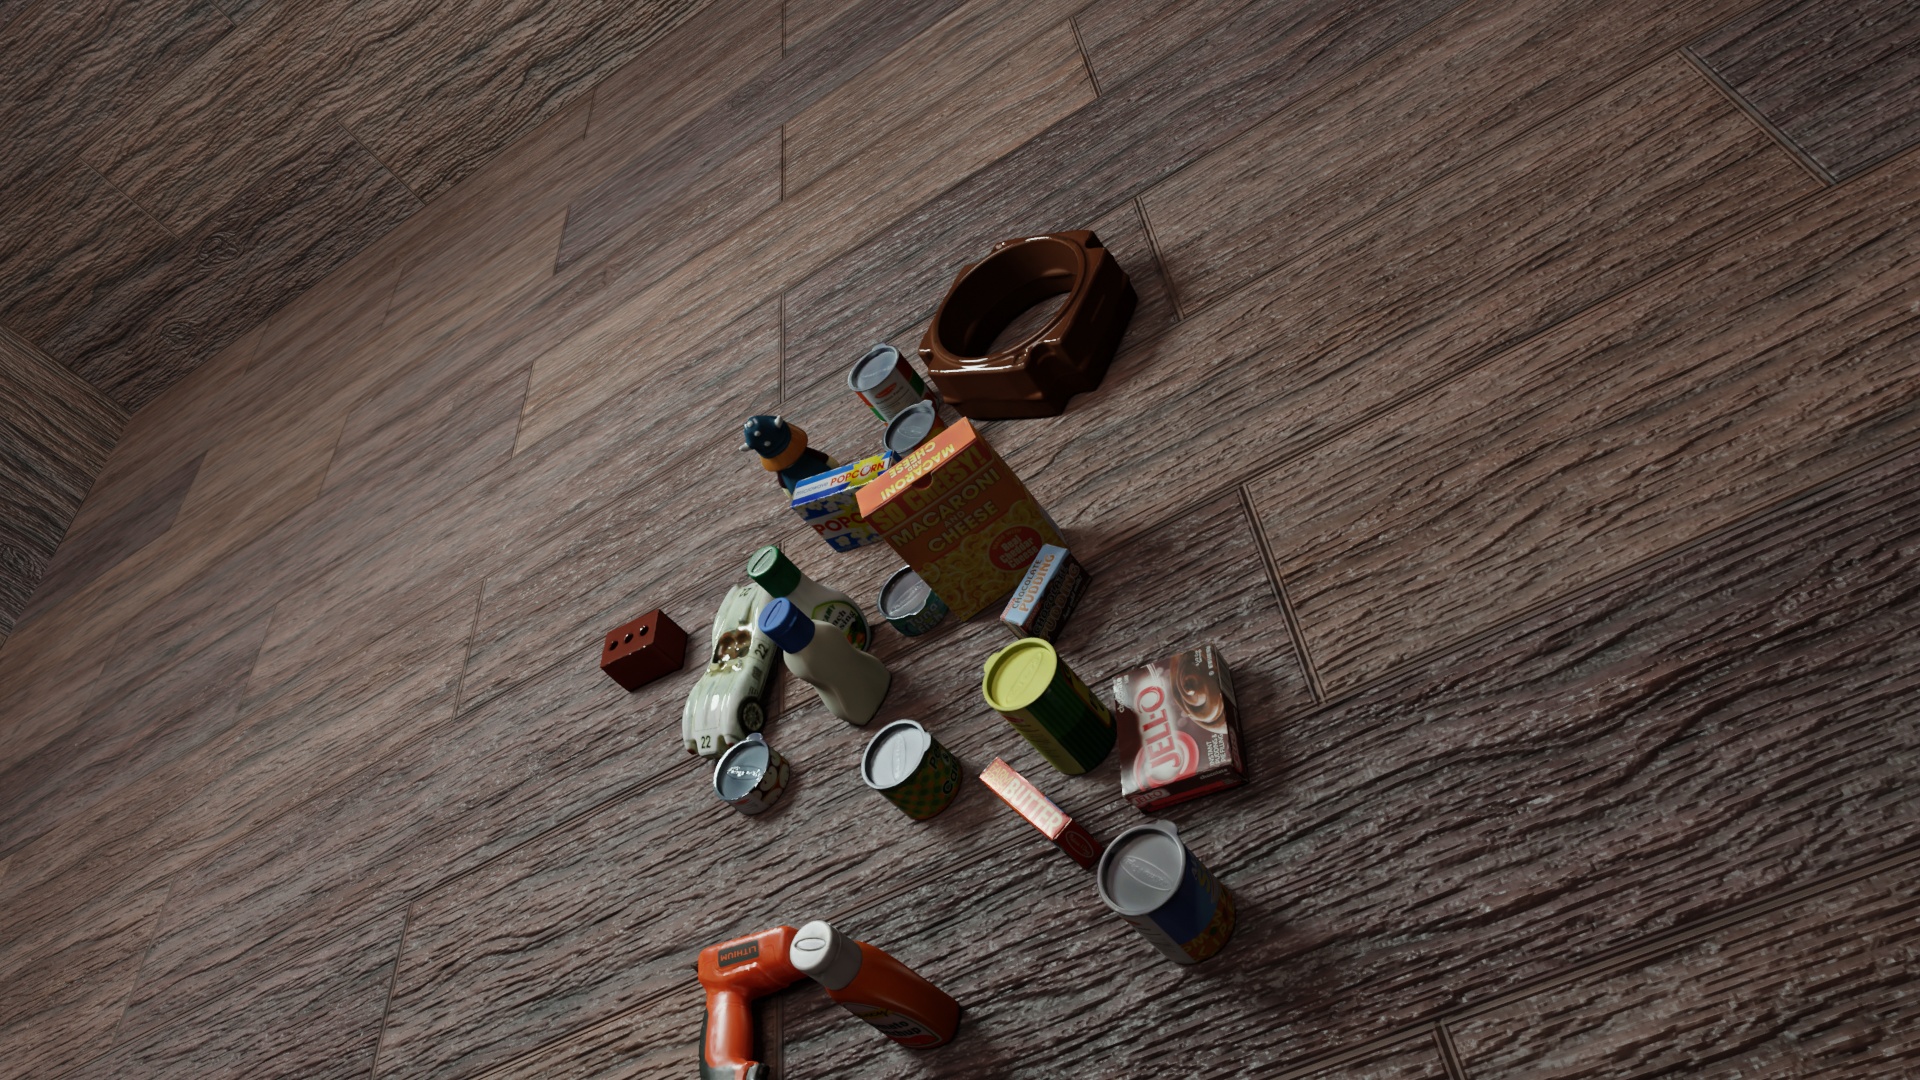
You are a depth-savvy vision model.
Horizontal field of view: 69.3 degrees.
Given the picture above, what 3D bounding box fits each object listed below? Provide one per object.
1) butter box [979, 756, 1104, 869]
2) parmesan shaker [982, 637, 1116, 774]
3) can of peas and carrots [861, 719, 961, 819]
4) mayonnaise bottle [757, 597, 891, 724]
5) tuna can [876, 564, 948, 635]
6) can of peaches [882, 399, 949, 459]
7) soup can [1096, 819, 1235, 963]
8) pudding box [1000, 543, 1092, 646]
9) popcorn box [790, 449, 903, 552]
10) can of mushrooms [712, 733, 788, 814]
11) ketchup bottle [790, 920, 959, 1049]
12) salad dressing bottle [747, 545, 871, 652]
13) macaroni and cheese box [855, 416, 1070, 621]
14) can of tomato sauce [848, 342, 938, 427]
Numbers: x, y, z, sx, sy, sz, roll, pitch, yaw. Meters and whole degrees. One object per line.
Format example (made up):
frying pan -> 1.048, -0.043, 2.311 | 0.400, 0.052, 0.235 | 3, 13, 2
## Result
butter box -> 0.062, 0.211, 1.076 | 0.024, 0.053, 0.104 | -48, 38, -8
parmesan shaker -> 0.071, 0.132, 1.103 | 0.071, 0.103, 0.072 | -23, 42, 23
can of peas and carrots -> -0.039, 0.193, 1.175 | 0.071, 0.058, 0.071 | -23, 42, 23
mayonnaise bottle -> -0.124, 0.106, 1.259 | 0.041, 0.147, 0.065 | 5, 57, 43
tuna can -> -0.043, 0.058, 1.329 | 0.071, 0.032, 0.071 | -23, 42, 23
can of peaches -> -0.037, -0.102, 1.457 | 0.071, 0.058, 0.071 | -23, 42, 23
soup can -> 0.144, 0.241, 0.952 | 0.071, 0.083, 0.072 | -23, 42, 23
pudding box -> 0.075, 0.050, 1.221 | 0.030, 0.049, 0.084 | 12, 62, 46
popcorn box -> -0.099, -0.039, 1.426 | 0.126, 0.085, 0.038 | -16, 45, 30
can of mushrooms -> -0.195, 0.219, 1.305 | 0.071, 0.033, 0.071 | -23, 42, 23
ketchup bottle -> -0.064, 0.320, 1.002 | 0.064, 0.148, 0.044 | -13, 47, 33
salad dressing bottle -> -0.144, 0.061, 1.319 | 0.064, 0.147, 0.044 | -51, 39, -11
macaroni and cheese box -> 0.004, -0.016, 1.250 | 0.123, 0.166, 0.040 | -35, 38, 10
can of tomato sauce -> -0.072, -0.164, 1.526 | 0.071, 0.083, 0.071 | -23, 42, 23
